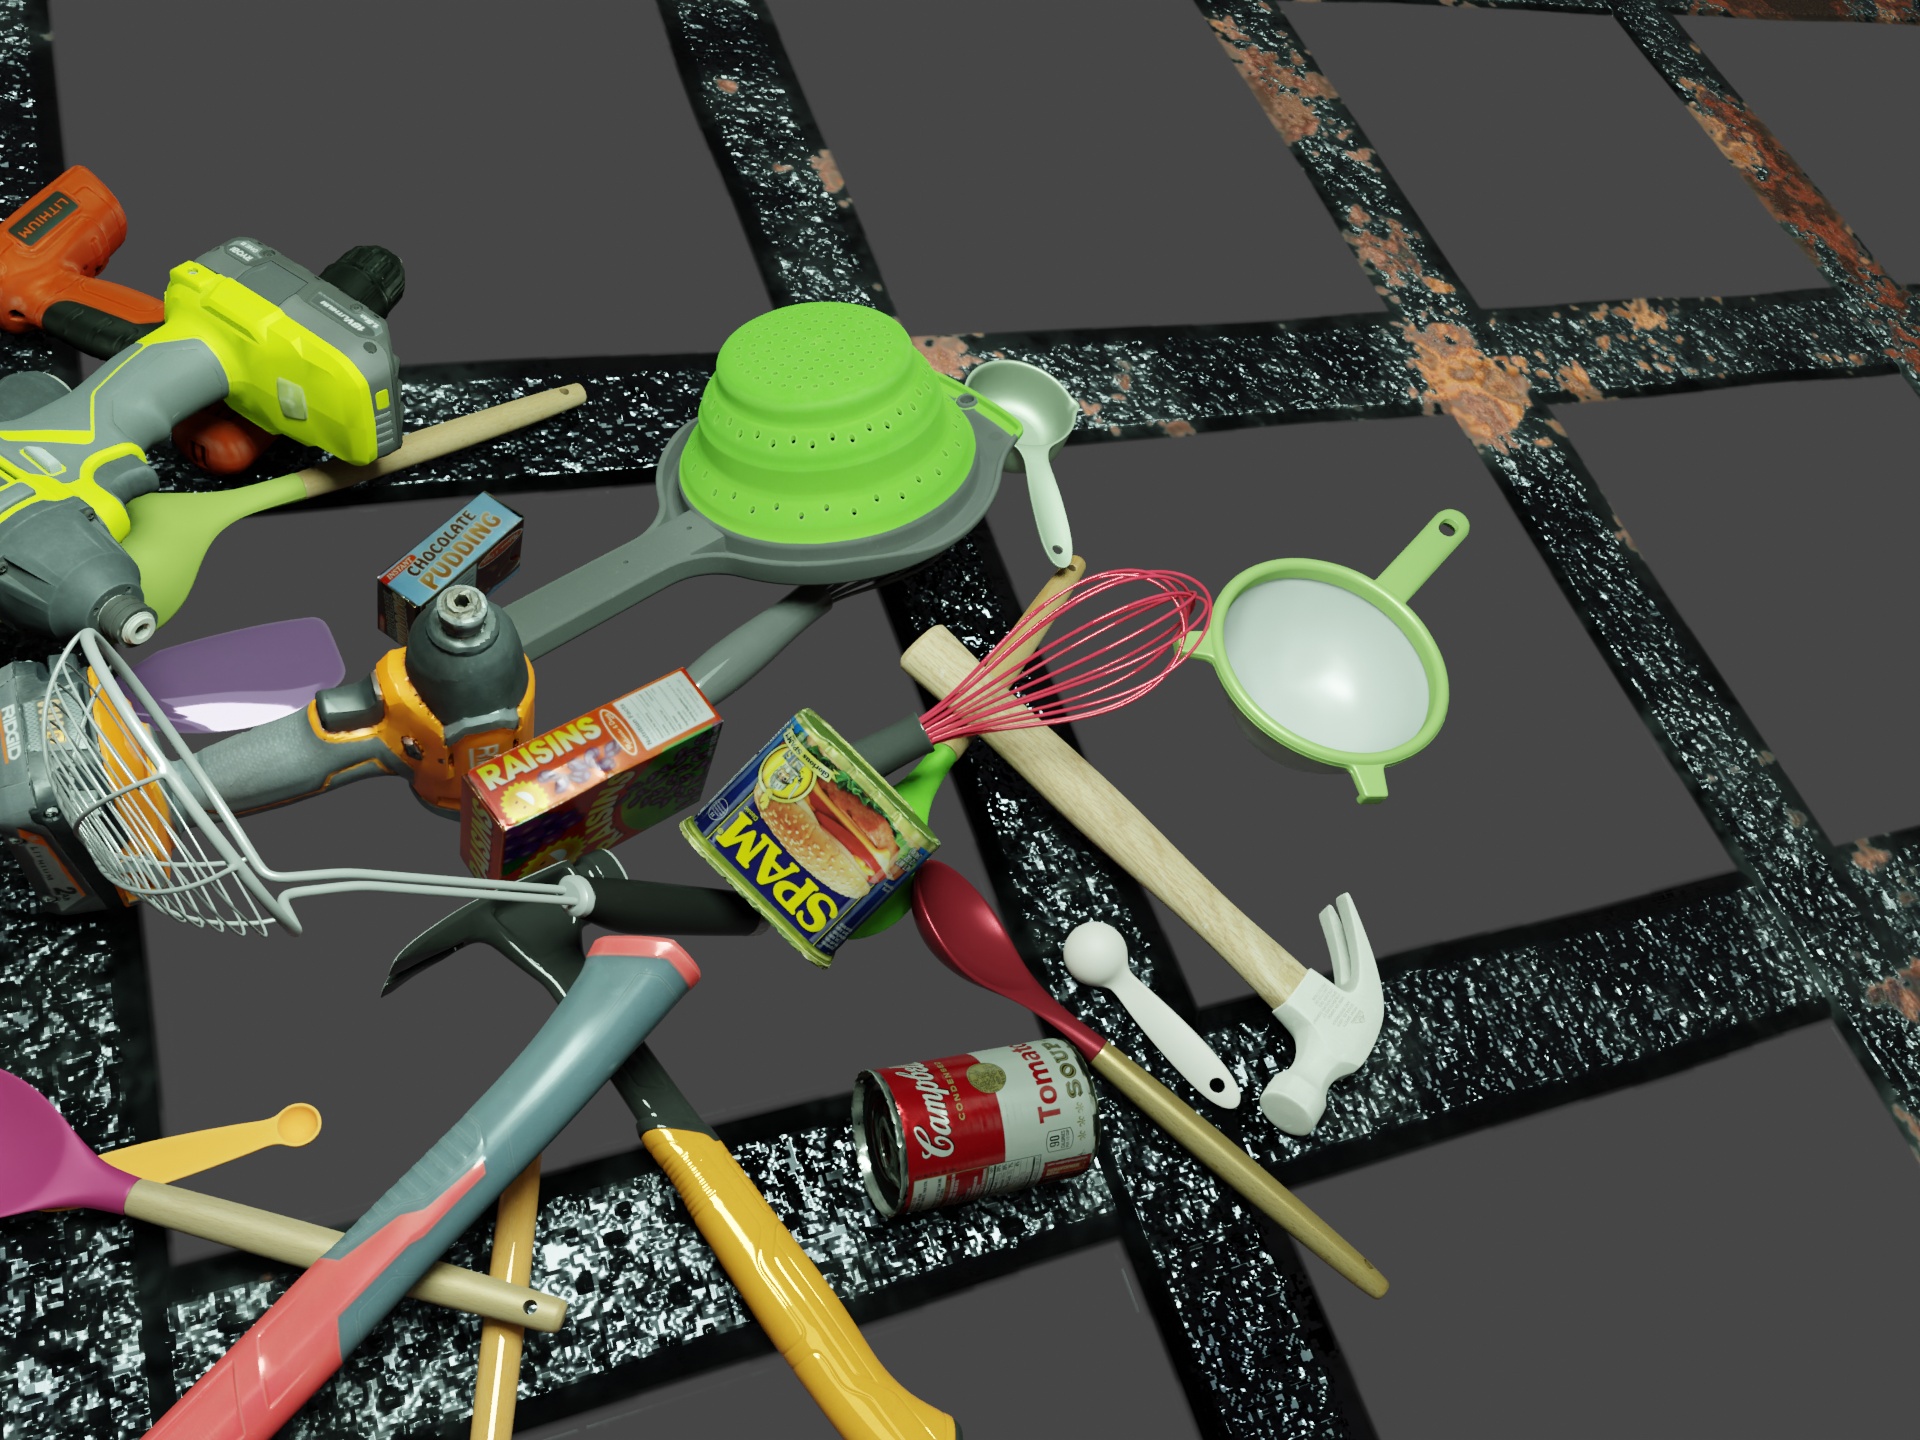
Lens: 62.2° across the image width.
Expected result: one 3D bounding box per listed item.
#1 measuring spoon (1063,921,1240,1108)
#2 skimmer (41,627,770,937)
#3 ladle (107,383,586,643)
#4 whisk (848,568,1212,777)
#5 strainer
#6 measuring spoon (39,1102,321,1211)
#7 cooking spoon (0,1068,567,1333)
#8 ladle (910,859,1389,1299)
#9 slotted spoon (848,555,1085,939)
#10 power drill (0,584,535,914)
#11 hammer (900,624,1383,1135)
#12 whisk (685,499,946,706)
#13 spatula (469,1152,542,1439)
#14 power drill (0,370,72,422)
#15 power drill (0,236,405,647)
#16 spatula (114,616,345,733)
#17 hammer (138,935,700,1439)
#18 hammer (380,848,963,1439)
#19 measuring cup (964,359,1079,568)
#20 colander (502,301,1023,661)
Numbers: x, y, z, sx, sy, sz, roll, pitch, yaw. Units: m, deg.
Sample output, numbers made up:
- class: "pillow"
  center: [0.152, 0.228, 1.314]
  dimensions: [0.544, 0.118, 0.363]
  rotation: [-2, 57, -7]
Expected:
- class: "measuring spoon"
  center: [0.101, 0.156, 0.834]
  dimensions: [0.034, 0.018, 0.124]
  rotation: [-45, 79, 9]
- class: "skimmer"
  center: [-0.195, 0.046, 0.664]
  dimensions: [0.127, 0.090, 0.363]
  rotation: [41, 16, 35]
- class: "ladle"
  center: [-0.343, -0.129, 0.882]
  dimensions: [0.078, 0.062, 0.320]
  rotation: [45, 49, 16]
- class: "whisk"
  center: [-0.001, -0.003, 0.835]
  dimensions: [0.296, 0.073, 0.073]
  rotation: [-27, 66, -2]
- class: "strainer"
  center: [0.244, -0.050, 0.995]
  dimensions: [0.151, 0.069, 0.256]
  rotation: [39, 54, 12]
- class: "measuring spoon"
  center: [-0.336, 0.190, 0.685]
  dimensions: [0.117, 0.011, 0.021]
  rotation: [-13, 60, -21]
- class: "cooking spoon"
  center: [-0.318, 0.205, 0.659]
  dimensions: [0.319, 0.017, 0.069]
  rotation: [16, 57, 0]
- class: "ladle"
  center: [0.091, 0.185, 0.812]
  dimensions: [0.315, 0.031, 0.069]
  rotation: [40, 23, 6]
- class: "slotted spoon"
  center: [0.001, 0.000, 0.910]
  dimensions: [0.070, 0.031, 0.314]
  rotation: [32, 52, 5]
- class: "power drill"
  center: [-0.307, 0.005, 0.722]
  dimensions: [0.226, 0.164, 0.084]
  rotation: [-13, 64, -23]
- class: "hammer"
  center: [0.098, 0.067, 0.876]
  dimensions: [0.331, 0.031, 0.130]
  rotation: [43, 53, 5]
- class: "whisk"
  center: [-0.081, -0.071, 0.919]
  dimensions: [0.055, 0.055, 0.239]
  rotation: [42, 59, 11]
- class: "spatula"
  center: [-0.194, 0.293, 0.654]
  dimensions: [0.081, 0.041, 0.323]
  rotation: [6, 52, -13]
- class: "power drill"
  center: [-0.581, -0.137, 0.782]
  dimensions: [0.228, 0.080, 0.191]
  rotation: [24, 54, -5]
- class: "power drill"
  center: [-0.385, -0.132, 0.765]
  dimensions: [0.171, 0.080, 0.223]
  rotation: [32, 52, 12]
- class: "spatula"
  center: [-0.459, 0.007, 0.760]
  dimensions: [0.316, 0.018, 0.060]
  rotation: [-17, 65, -28]
- class: "hammer"
  center: [-0.235, 0.240, 0.622]
  dimensions: [0.143, 0.038, 0.386]
  rotation: [40, 66, 9]
- class: "hammer"
  center: [-0.119, 0.210, 0.715]
  dimensions: [0.127, 0.034, 0.337]
  rotation: [-26, 70, -45]
- class: "measuring cup"
  center: [0.043, -0.158, 1.022]
  dimensions: [0.083, 0.038, 0.168]
  rotation: [-2, 60, -19]
- class: "colander"
  center: [-0.141, -0.136, 0.881]
  dimensions: [0.397, 0.094, 0.205]
  rotation: [-33, 51, -26]
